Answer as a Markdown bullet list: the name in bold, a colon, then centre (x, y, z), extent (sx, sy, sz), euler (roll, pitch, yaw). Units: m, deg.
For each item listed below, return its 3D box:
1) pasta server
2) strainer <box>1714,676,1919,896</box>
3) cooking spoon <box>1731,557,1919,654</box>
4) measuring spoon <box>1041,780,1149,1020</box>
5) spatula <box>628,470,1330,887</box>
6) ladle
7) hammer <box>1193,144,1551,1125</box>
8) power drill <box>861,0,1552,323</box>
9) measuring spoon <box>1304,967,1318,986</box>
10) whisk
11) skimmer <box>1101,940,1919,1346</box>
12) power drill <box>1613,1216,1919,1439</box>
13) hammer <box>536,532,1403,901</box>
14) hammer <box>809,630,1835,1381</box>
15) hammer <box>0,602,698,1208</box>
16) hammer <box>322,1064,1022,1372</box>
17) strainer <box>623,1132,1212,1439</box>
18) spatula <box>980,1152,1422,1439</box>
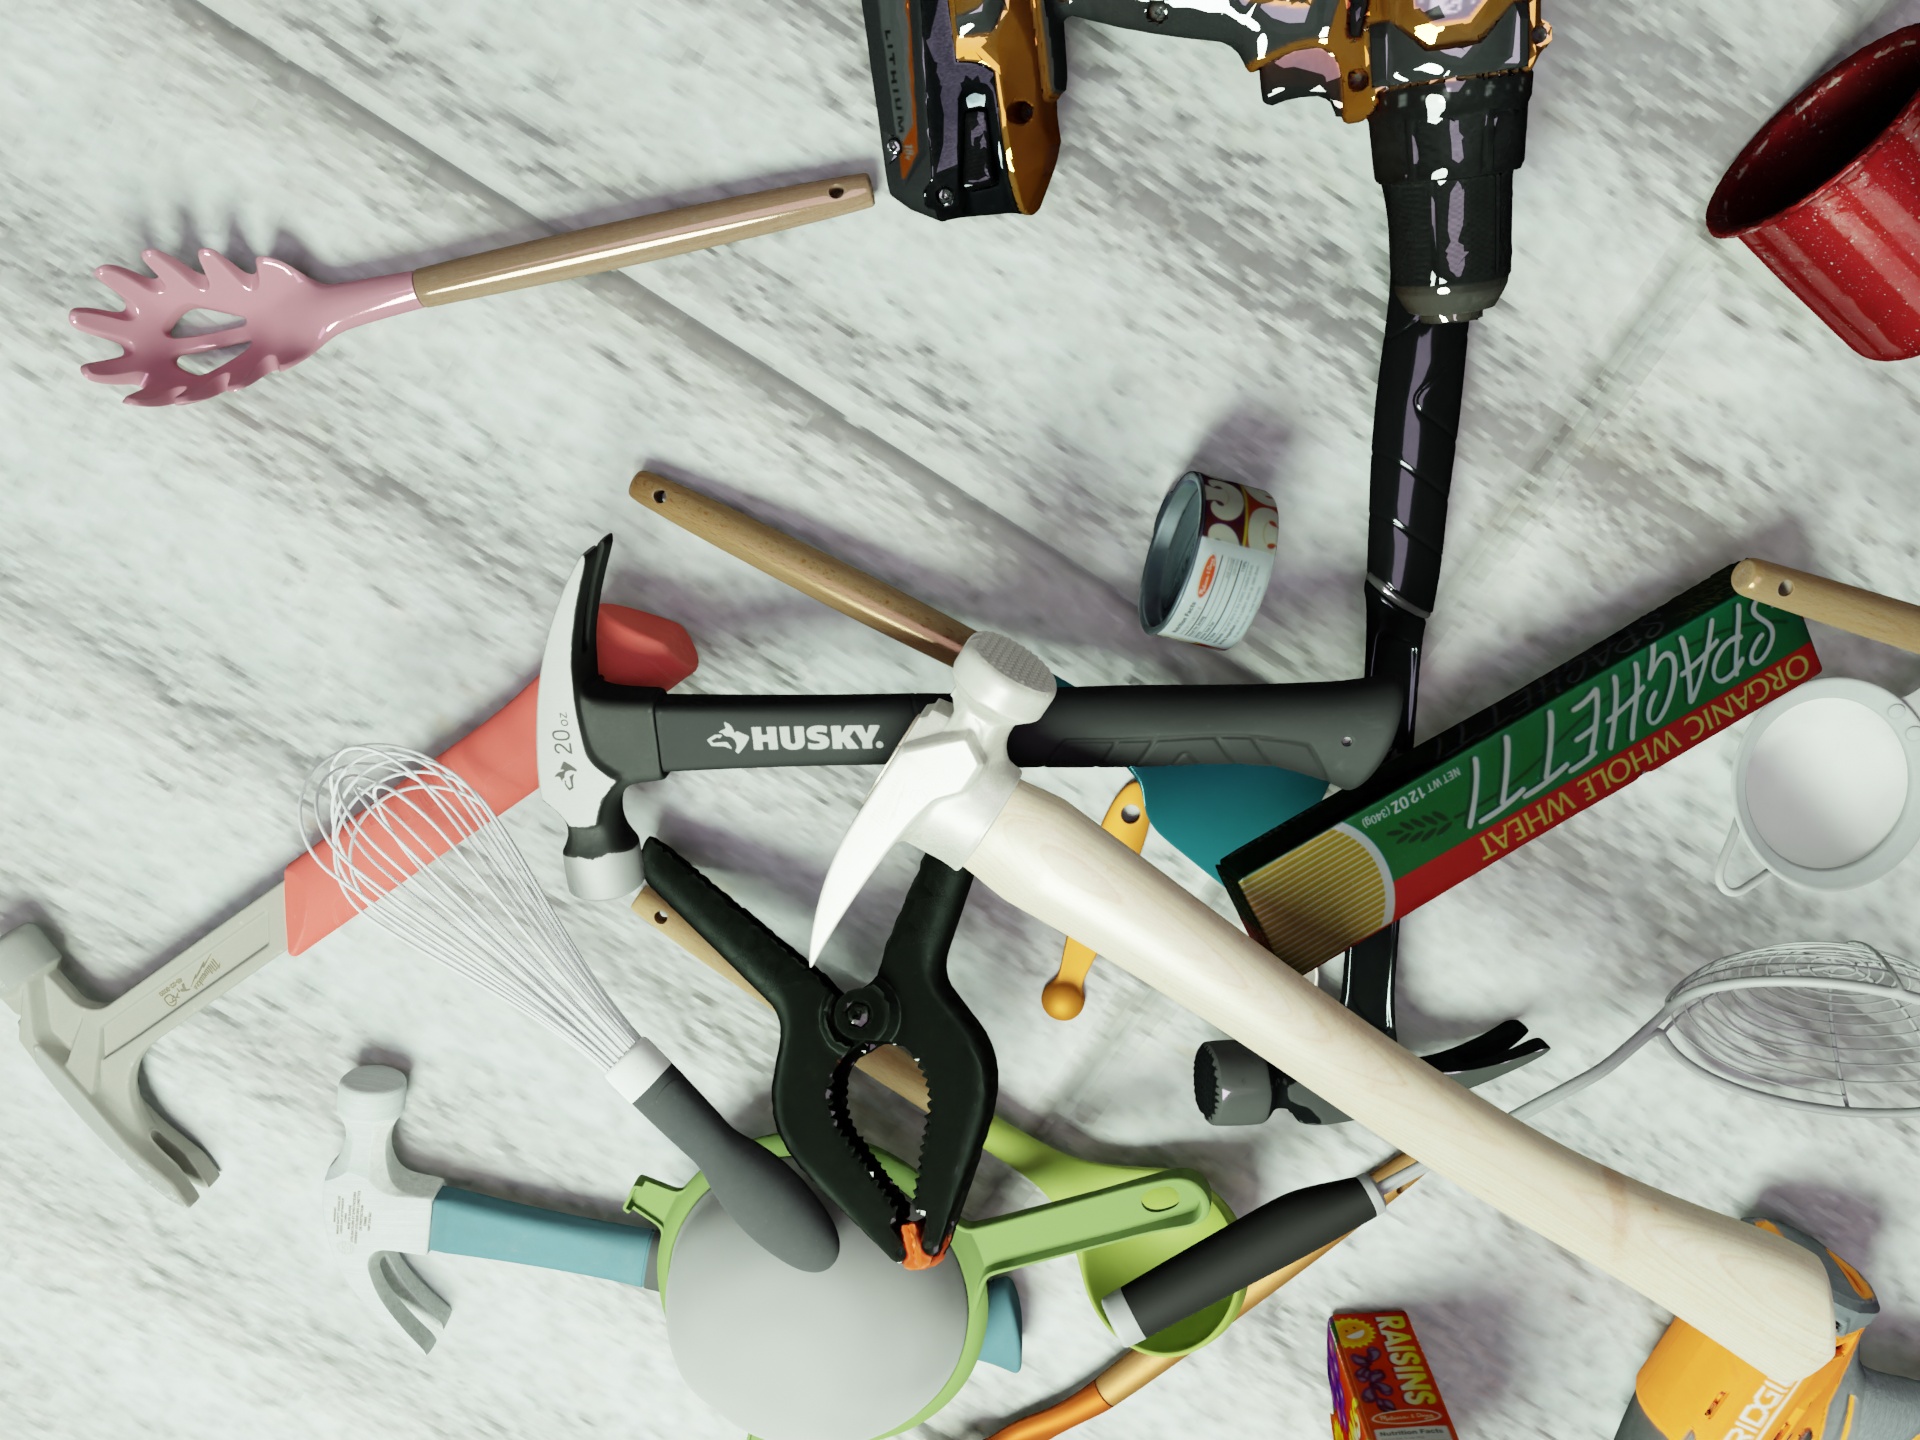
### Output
- **pasta server**: centre (-0.189, -0.177, 0.625), extent (0.316, 0.040, 0.060), euler (-11, 93, 5)
- **strainer**: centre (0.399, -0.018, 0.635), extent (0.258, 0.050, 0.087), euler (-39, 97, 6)
- **cooking spoon**: centre (0.430, -0.015, 0.612), extent (0.318, 0.017, 0.068), euler (14, 103, -14)
- **measuring spoon**: centre (0.060, 0.080, 0.693), extent (0.021, 0.011, 0.117), euler (18, 105, -2)
- **spatula**: centre (0.007, -0.026, 0.662), extent (0.317, 0.044, 0.082), euler (27, 97, 1)
- **ladle**: centre (-0.011, 0.169, 0.700), extent (0.320, 0.062, 0.078), euler (35, 95, -3)
- **hammer**: centre (0.180, -0.030, 0.639), extent (0.149, 0.036, 0.409), euler (0, 103, -9)
- **power drill**: centre (0.087, -0.226, 0.558), extent (0.226, 0.084, 0.185), euler (-3, 111, 13)
- **measuring spoon**: centre (0.165, 0.142, 0.706), extent (0.034, 0.018, 0.124), euler (-40, 106, 3)
- **whisk**: centre (-0.151, 0.116, 0.631), extent (0.070, 0.070, 0.284), euler (-44, 91, 13)
- **skimmer**: centre (0.236, 0.190, 0.645), extent (0.363, 0.090, 0.127), euler (-27, 142, -1)
- **power drill**: centre (0.412, 0.338, 0.710), extent (0.226, 0.084, 0.164), euler (26, 106, 0)
- **hammer**: centre (-0.001, -0.002, 0.616), extent (0.335, 0.035, 0.146), euler (-1, 111, 7)
- **hammer**: centre (0.140, 0.134, 0.598), extent (0.410, 0.038, 0.146), euler (33, 112, -2)
- **hammer**: centre (-0.258, 0.071, 0.696), extent (0.359, 0.037, 0.149), euler (-33, 101, 11)
- **hammer**: centre (-0.131, 0.251, 0.738), extent (0.331, 0.033, 0.128), euler (11, 104, 0)
- **strainer**: centre (-0.019, 0.241, 0.663), extent (0.256, 0.069, 0.151), euler (-20, 98, 15)
- **spatula**: centre (0.089, 0.305, 0.737), extent (0.322, 0.041, 0.081), euler (-41, 123, 11)
